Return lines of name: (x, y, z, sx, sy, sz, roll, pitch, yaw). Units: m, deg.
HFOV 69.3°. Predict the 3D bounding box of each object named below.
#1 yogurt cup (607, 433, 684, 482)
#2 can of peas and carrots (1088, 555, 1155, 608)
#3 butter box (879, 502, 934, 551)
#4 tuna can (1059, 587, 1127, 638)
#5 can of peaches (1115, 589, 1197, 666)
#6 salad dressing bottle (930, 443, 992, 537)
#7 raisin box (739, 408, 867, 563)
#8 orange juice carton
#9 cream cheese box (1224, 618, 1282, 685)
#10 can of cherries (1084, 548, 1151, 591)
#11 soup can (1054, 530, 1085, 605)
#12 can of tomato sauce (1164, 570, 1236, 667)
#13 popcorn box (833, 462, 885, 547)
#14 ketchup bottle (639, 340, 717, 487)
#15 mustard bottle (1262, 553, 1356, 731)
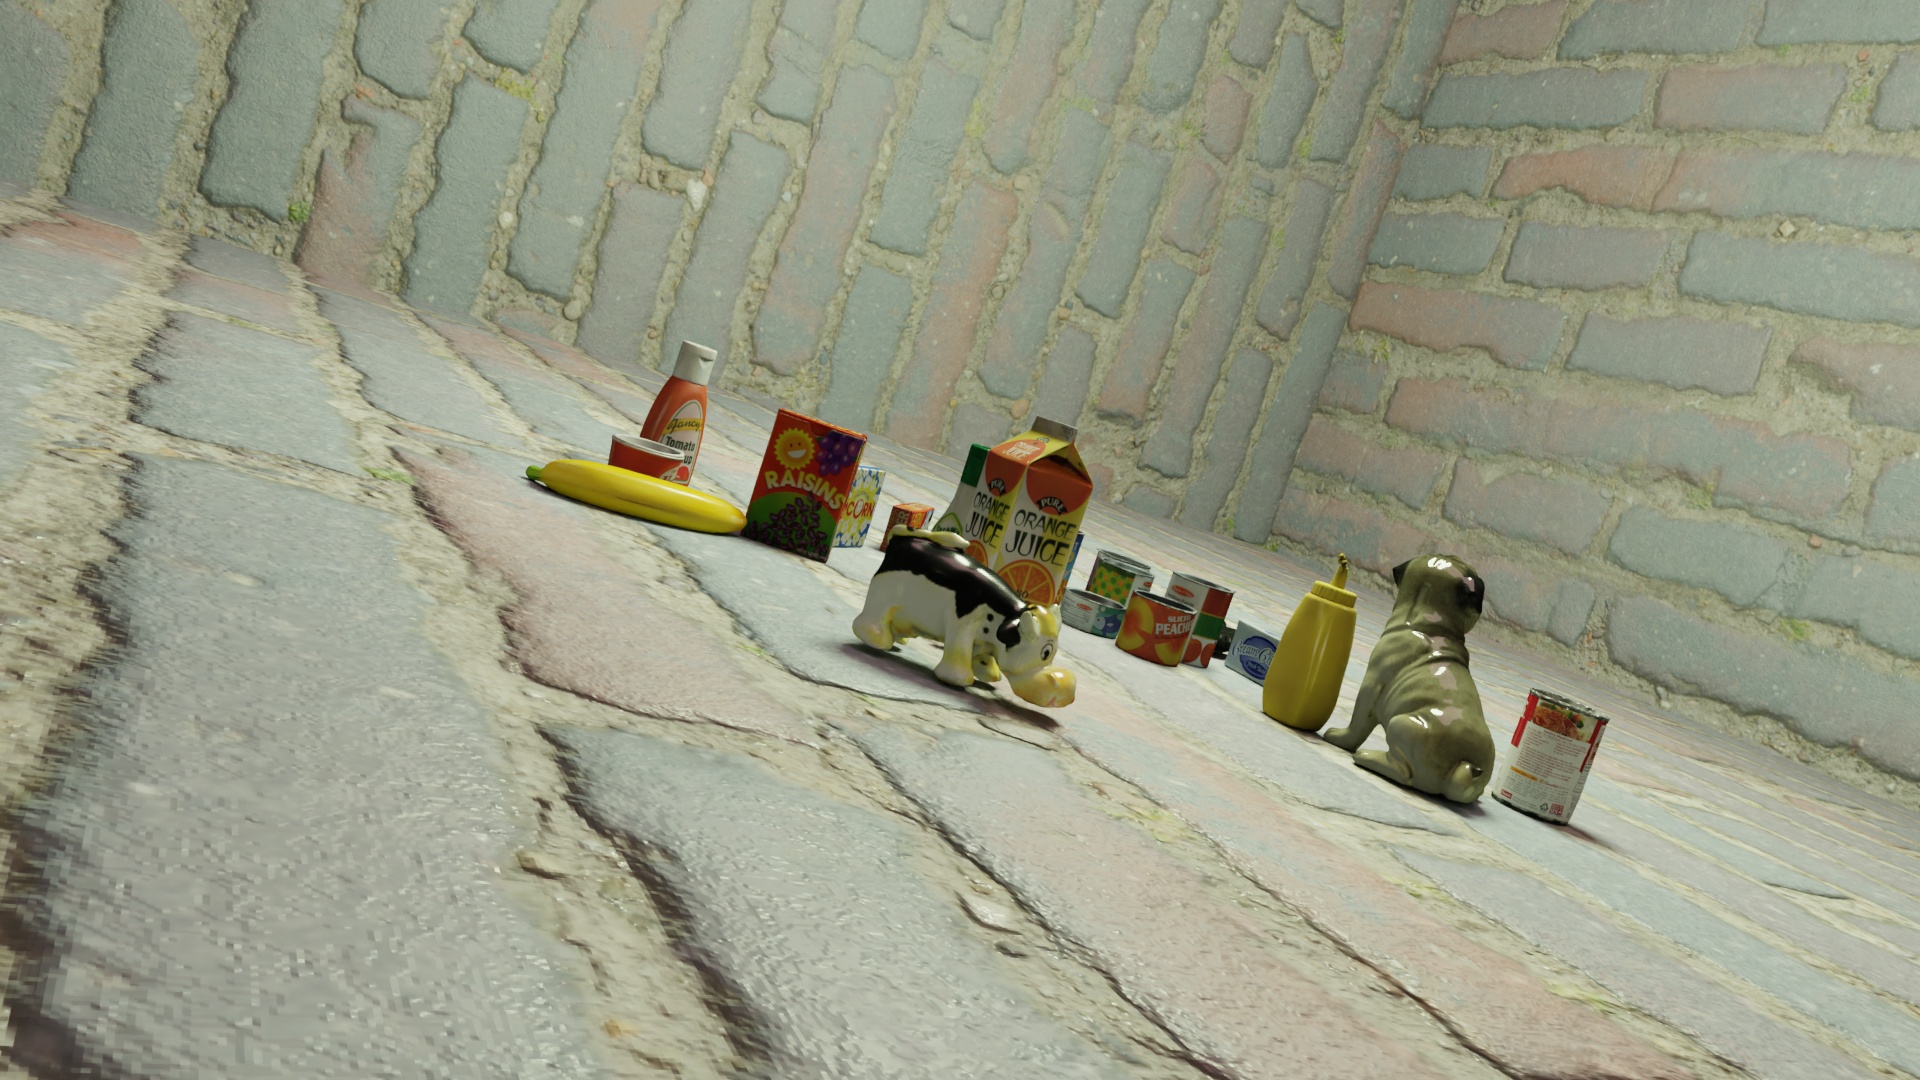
yogurt cup: (-0.295, -0.064, 1.282, 0.072, 0.054, 0.072, 18, 6, -2)
can of peas and carrots: (0.177, 0.056, 1.566, 0.071, 0.058, 0.071, 18, 6, -2)
butter box: (-0.057, -0.013, 1.514, 0.024, 0.053, 0.103, 20, 7, 11)
tuna can: (0.135, 0.074, 1.415, 0.071, 0.032, 0.071, 18, 7, -2)
can of peaches: (0.193, 0.086, 1.362, 0.071, 0.058, 0.071, 18, 6, -2)
salad dressing bottle: (0.005, -0.016, 1.302, 0.064, 0.147, 0.044, 24, 8, 41)
raisin box: (-0.145, -0.052, 1.288, 0.086, 0.123, 0.040, 18, 6, -1)
orange juice carton: (0.053, -0.013, 1.213, 0.073, 0.192, 0.072, 15, 7, -29)
cream cheese box: (0.316, 0.122, 1.428, 0.024, 0.053, 0.104, 15, 7, -28)
can of cherries: (0.185, 0.047, 1.657, 0.071, 0.058, 0.071, 18, 6, -2)
soup can: (0.091, 0.021, 1.506, 0.071, 0.083, 0.071, 18, 6, -2)
can of tomato sauce: (0.236, 0.081, 1.419, 0.071, 0.083, 0.071, 18, 6, -2)
popcorn box: (-0.126, -0.038, 1.396, 0.038, 0.085, 0.127, 21, 7, 19)
ketchup bottle: (-0.288, -0.128, 1.417, 0.043, 0.148, 0.065, 24, 8, 41)
mustard bottle: (0.322, 0.089, 1.247, 0.049, 0.160, 0.065, 15, 7, -30)
